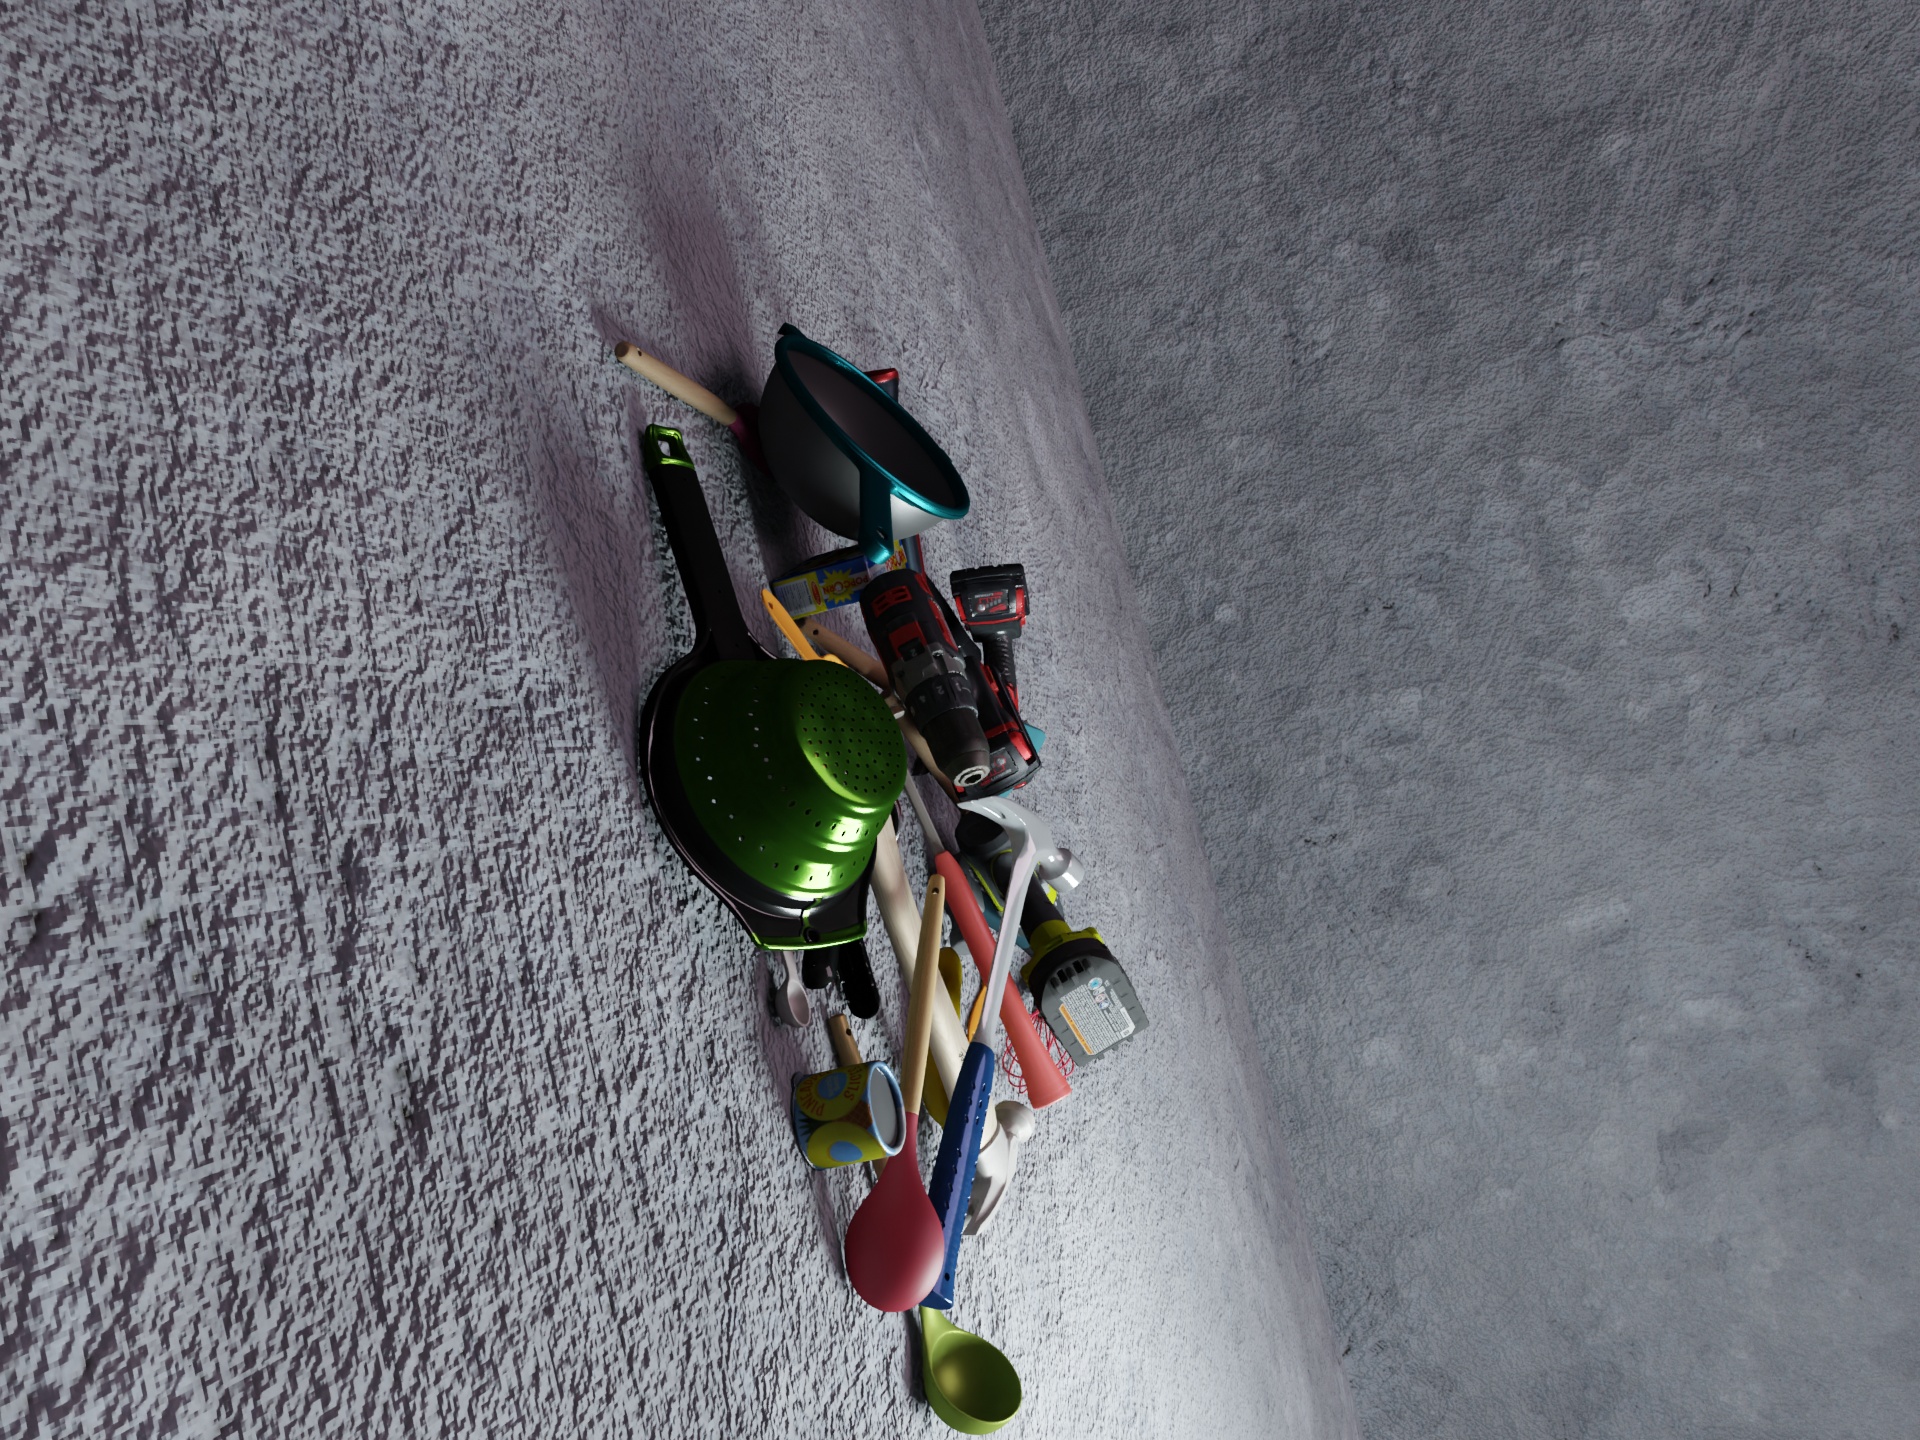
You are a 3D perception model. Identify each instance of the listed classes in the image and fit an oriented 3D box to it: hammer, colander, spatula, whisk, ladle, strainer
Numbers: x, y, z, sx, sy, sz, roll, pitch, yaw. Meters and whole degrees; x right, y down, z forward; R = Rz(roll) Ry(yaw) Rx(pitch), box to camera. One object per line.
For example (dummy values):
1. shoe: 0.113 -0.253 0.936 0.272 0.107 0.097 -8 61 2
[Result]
1. hammer: 0.015 0.240 1.222 0.143 0.035 0.406 46 44 -36
2. hammer: 0.004 0.157 1.347 0.149 0.036 0.359 123 -57 -82
3. colander: -0.129 -0.047 1.074 0.204 0.094 0.397 2 63 -51
4. spatula: -0.002 0.073 1.498 0.315 0.018 0.060 57 22 -43
5. hammer: -0.033 0.200 1.232 0.146 0.038 0.410 -51 127 -58
6. whisk: 0.084 0.310 1.640 0.296 0.073 0.073 -66 139 -77
7. ladle: -0.033 0.258 1.146 0.031 0.069 0.316 92 4 -62
8. strainer: -0.094 -0.185 1.283 0.210 0.095 0.341 37 22 -23
9. ladle: -0.032 0.367 1.169 0.078 0.062 0.320 -16 87 -59
10. hammer: 0.072 0.226 1.620 0.330 0.033 0.128 40 30 -48
11. spatula: -0.038 -0.020 1.446 0.044 0.082 0.317 36 2 43
12. hammer: -0.060 -0.166 1.642 0.408 0.036 0.149 53 25 -54
13. hammer: -0.049 -0.138 1.513 0.143 0.038 0.386 -69 151 -64

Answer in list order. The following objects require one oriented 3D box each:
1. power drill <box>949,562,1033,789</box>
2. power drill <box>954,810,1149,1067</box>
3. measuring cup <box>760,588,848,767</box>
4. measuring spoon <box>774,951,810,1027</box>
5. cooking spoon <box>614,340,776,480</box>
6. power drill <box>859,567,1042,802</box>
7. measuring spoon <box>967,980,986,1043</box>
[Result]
1. power drill: 0.040 -0.044 1.655 0.143 0.078 0.220 66 18 -76
2. power drill: 0.084 0.201 1.451 0.190 0.080 0.229 60 -1 -39
3. measuring cup: -0.131 -0.031 1.225 0.095 0.052 0.173 -89 156 -46
4. measuring spoon: -0.130 0.158 1.116 0.034 0.018 0.124 41 29 -63
5. cooking spoon: -0.196 -0.250 1.273 0.318 0.017 0.069 14 61 -74
6. power drill: -0.002 -0.004 1.309 0.188 0.080 0.226 66 6 26
7. measuring spoon: 0.021 0.279 1.521 0.117 0.011 0.021 -64 136 -68
